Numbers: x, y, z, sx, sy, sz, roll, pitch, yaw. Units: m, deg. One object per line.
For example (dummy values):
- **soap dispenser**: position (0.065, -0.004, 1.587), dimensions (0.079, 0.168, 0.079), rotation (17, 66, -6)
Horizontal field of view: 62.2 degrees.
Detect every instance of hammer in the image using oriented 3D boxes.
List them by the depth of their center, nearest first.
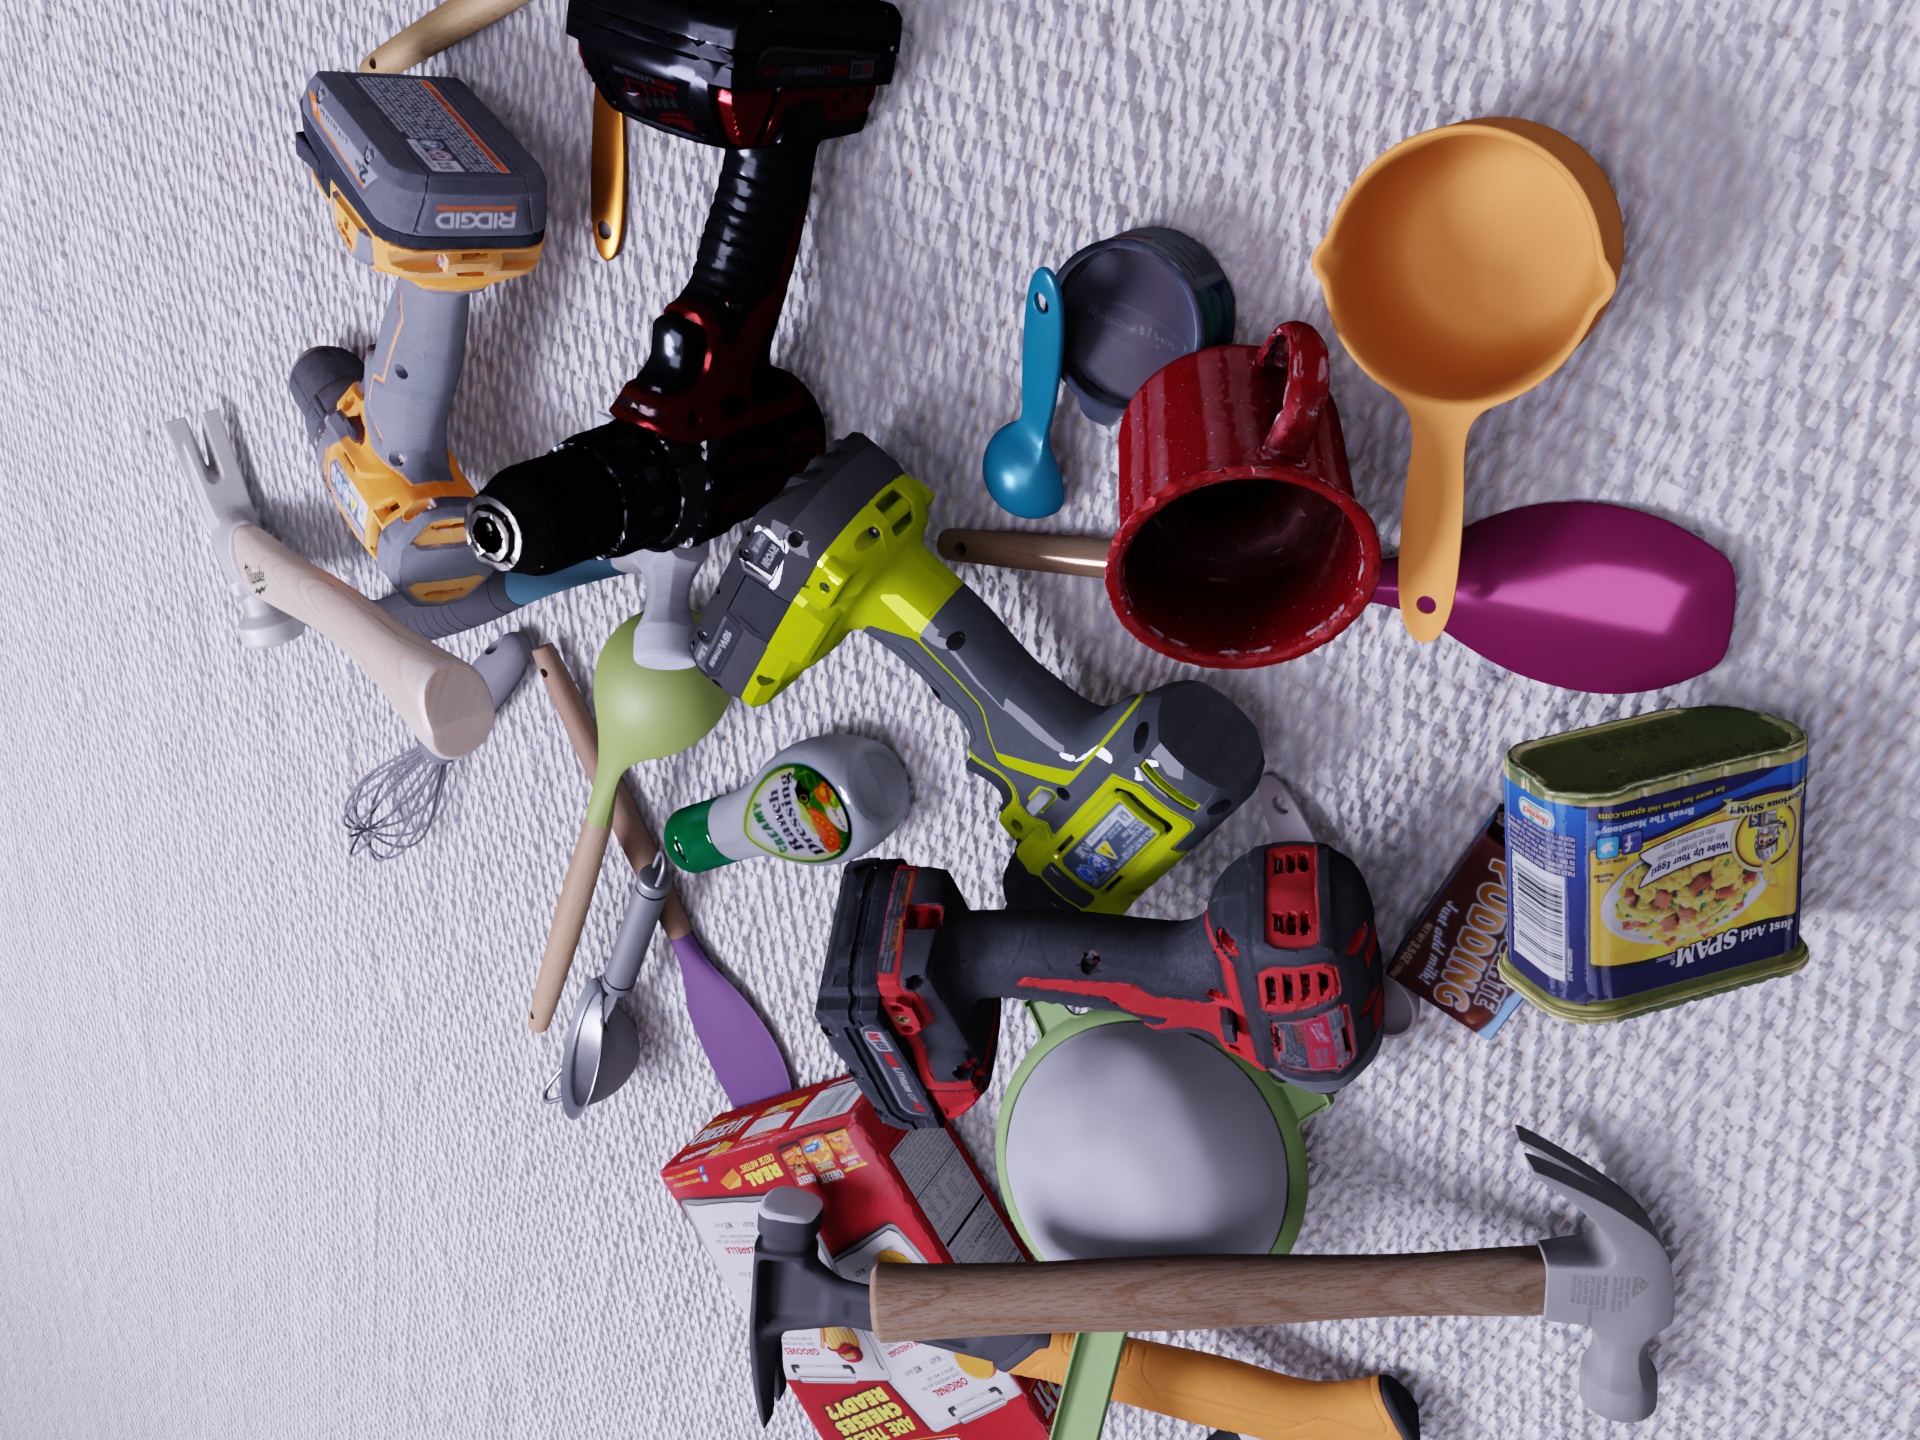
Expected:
- **hammer**: position (0.127, 0.237, 0.668), dimensions (0.331, 0.031, 0.130), rotation (-3, 110, 5)
- **hammer**: position (0.055, 0.326, 0.796), dimensions (0.337, 0.034, 0.127), rotation (8, 106, 12)
- **hammer**: position (-0.334, -0.069, 0.826), dimensions (0.411, 0.038, 0.146), rotation (23, 131, 51)
- **hammer**: position (-0.237, -0.070, 0.831), dimensions (0.331, 0.033, 0.128), rotation (-9, 76, 45)

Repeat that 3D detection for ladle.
- **ladle**: position (-0.167, -0.326, 0.676), dimensions (0.315, 0.031, 0.069), rotation (-5, 101, 39)
- **ladle**: position (-0.193, 0.069, 0.875), dimensions (0.078, 0.062, 0.320), rotation (51, 134, 30)

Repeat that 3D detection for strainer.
- **strainer**: position (0.065, 0.259, 0.727), dimensions (0.151, 0.069, 0.256), rotation (15, 94, 21)
- **strainer**: position (-0.200, 0.159, 0.936), dimensions (0.258, 0.050, 0.087), rotation (117, 152, -42)

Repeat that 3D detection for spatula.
- **spatula**: position (-0.169, 0.100, 0.911), dimensions (0.060, 0.018, 0.315), rotation (-13, 107, 36)

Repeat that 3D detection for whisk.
- **whisk**: position (-0.314, 0.018, 0.952), dimensions (0.055, 0.055, 0.239), rotation (50, 128, 2)

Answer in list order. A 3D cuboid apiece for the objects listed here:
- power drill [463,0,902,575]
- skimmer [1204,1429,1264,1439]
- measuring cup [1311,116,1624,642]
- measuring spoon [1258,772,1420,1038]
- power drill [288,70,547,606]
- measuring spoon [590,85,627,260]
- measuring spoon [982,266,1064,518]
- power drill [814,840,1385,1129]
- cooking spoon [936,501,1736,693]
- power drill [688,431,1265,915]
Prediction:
- **power drill**: position (-0.111, -0.168, 0.619), dimensions (0.080, 0.188, 0.226), rotation (26, 122, 21)
- **skimmer**: position (0.087, 0.508, 0.900), dimensions (0.127, 0.090, 0.363), rotation (18, 127, -13)
- **measuring cup**: position (0.170, -0.113, 0.536), dimensions (0.095, 0.052, 0.173), rotation (14, 123, 29)
- **measuring spoon**: position (0.160, 0.076, 0.671), dimensions (0.034, 0.018, 0.124), rotation (-27, 90, 52)
- **power drill**: position (-0.279, -0.195, 0.779), dimensions (0.186, 0.084, 0.226), rotation (49, 135, 32)
- **measuring spoon**: position (-0.161, -0.264, 0.714), dimensions (0.021, 0.011, 0.116), rotation (24, 125, 23)
- **measuring spoon**: position (0.023, -0.123, 0.620), dimensions (0.042, 0.021, 0.128), rotation (47, 157, 24)
- **power drill**: position (0.063, 0.114, 0.660), dimensions (0.220, 0.079, 0.143), rotation (-5, 139, 16)
- **cooking spoon**: position (0.126, -0.056, 0.617), dimensions (0.319, 0.017, 0.068), rotation (9, 112, 32)
- **power drill**: position (-0.001, -0.002, 0.690), dimensions (0.223, 0.080, 0.171), rotation (40, 138, 2)
